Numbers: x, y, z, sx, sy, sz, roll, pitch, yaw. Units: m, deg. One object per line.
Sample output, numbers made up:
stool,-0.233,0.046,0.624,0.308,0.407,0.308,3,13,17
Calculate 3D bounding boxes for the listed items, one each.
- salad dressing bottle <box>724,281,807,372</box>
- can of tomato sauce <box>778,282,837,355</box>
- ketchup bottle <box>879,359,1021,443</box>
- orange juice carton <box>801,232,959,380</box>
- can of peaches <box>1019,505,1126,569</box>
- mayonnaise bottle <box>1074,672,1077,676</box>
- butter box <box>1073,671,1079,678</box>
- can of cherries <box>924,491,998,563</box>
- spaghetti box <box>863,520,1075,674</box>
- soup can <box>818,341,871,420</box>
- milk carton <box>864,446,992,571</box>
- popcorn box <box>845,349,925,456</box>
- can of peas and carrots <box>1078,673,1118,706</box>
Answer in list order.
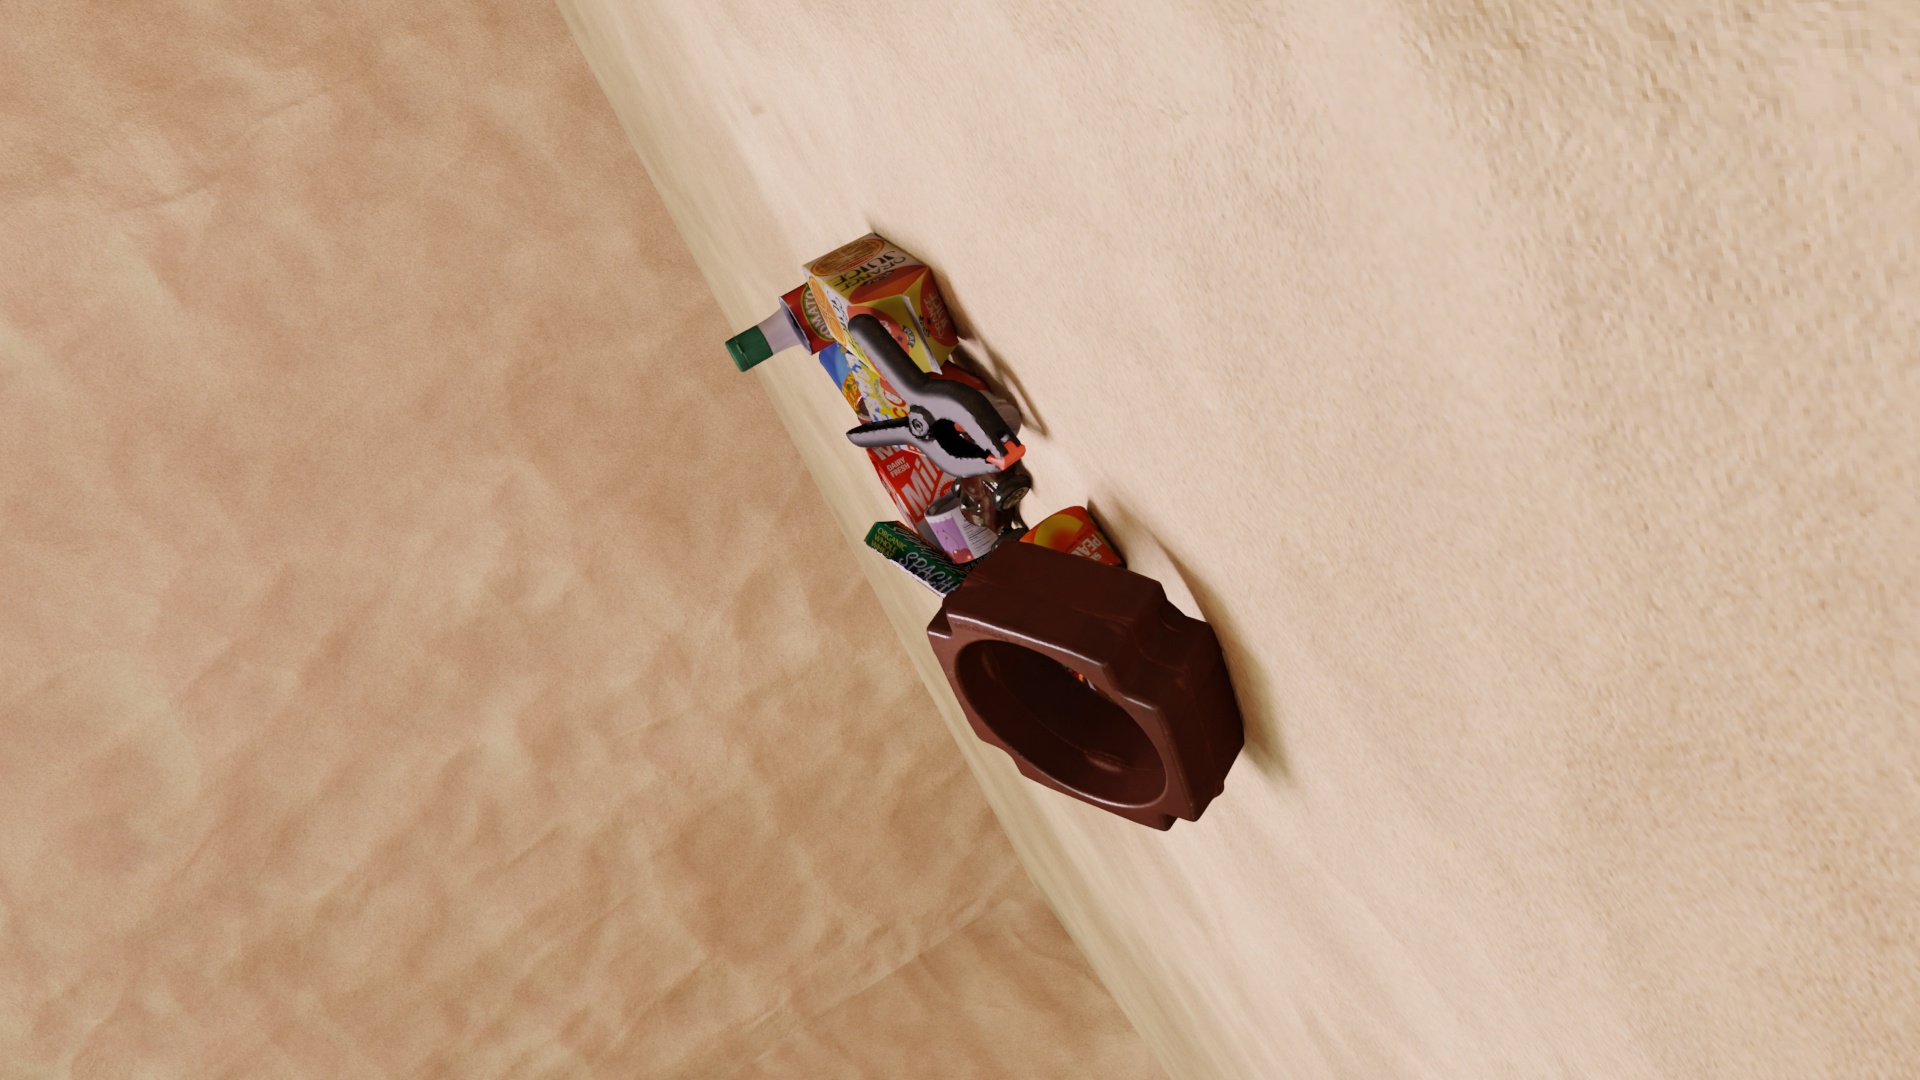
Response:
salad dressing bottle,-0.170,-0.224,1.432,0.064,0.148,0.044,59,172,4
can of tomato sauce,-0.128,-0.232,1.378,0.071,0.083,0.071,57,171,14
ketchup bottle,-0.006,-0.118,1.136,0.149,0.065,0.043,37,123,49
orange juice carton,-0.063,-0.193,1.155,0.193,0.073,0.071,45,161,58
can of peaches,0.082,0.014,1.044,0.058,0.071,0.071,57,171,20
mayonnaise bottle,0.085,0.136,1.450,0.148,0.041,0.064,20,145,58
butter box,0.147,0.175,1.367,0.103,0.024,0.053,62,171,-18
can of cherries,0.005,-0.017,1.391,0.058,0.071,0.071,61,172,-15
spaghetti box,0.012,0.055,1.386,0.250,0.028,0.050,35,-164,20
soup can,-0.101,-0.180,1.468,0.084,0.071,0.071,55,170,27
milk carton,-0.029,-0.045,1.480,0.191,0.072,0.073,59,172,9
popcorn box,-0.047,-0.132,1.277,0.085,0.038,0.126,20,150,29
can of peas and carrots,0.135,0.117,1.114,0.071,0.059,0.070,58,171,15
